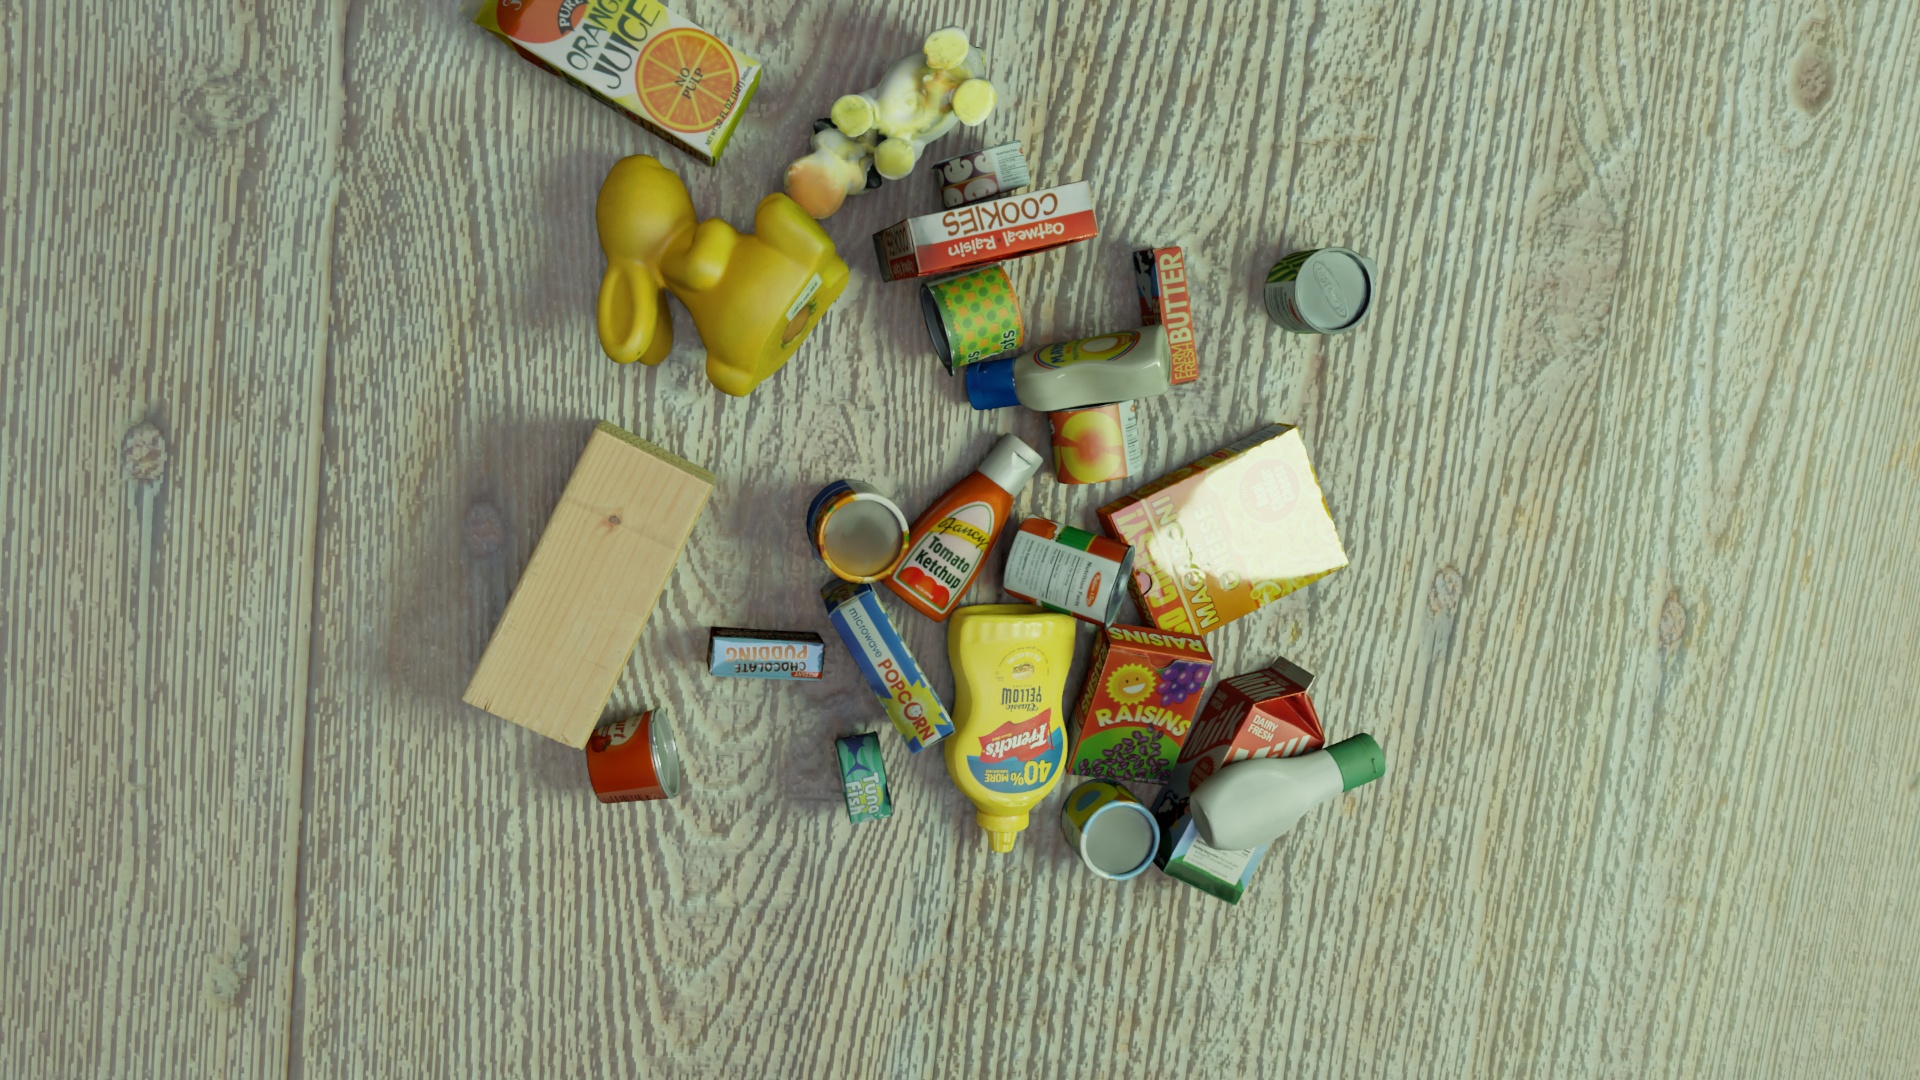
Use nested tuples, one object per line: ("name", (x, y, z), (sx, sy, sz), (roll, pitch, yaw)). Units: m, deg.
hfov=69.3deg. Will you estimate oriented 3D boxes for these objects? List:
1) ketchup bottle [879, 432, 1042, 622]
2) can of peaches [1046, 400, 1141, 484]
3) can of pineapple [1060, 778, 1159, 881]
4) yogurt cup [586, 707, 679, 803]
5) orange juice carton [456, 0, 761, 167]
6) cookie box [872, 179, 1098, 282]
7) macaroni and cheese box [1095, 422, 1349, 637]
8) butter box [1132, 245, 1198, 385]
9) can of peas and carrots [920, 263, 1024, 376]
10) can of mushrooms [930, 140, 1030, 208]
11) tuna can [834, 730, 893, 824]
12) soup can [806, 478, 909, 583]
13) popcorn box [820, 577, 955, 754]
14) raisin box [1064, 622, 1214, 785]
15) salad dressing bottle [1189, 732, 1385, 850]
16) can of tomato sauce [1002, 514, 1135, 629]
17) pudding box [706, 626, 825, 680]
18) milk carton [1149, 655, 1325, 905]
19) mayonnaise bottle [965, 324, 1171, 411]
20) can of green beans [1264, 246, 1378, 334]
("ketchup bottle", (0.004, -0.013, 1.052), (0.064, 0.043, 0.149), (38, 89, -16))
("can of peaches", (0.099, -0.076, 1.052), (0.071, 0.071, 0.058), (-11, 101, -10))
("can of pineapple", (0.120, 0.228, 1.101), (0.071, 0.058, 0.071), (-2, 98, -11))
("yogurt cup", (-0.240, 0.161, 1.017), (0.054, 0.072, 0.072), (-12, 100, -1))
("orange juice carton", (-0.237, -0.336, 0.943), (0.192, 0.073, 0.072), (28, 92, -13))
("cookie box", (0.012, -0.211, 0.962), (0.123, 0.167, 0.040), (-15, 102, -9))
("macaroni and cheese box", (0.207, -0.003, 1.096), (0.167, 0.040, 0.123), (-25, 102, -7))
("butter box", (0.156, -0.171, 1.056), (0.024, 0.053, 0.103), (-11, 100, -8))
("can of peas and carrots", (0.009, -0.163, 1.020), (0.059, 0.071, 0.071), (-19, 101, -9))
("can of mushrooms", (0.014, -0.265, 1.009), (0.071, 0.071, 0.033), (-18, 102, -8))
("tuna can", (-0.073, 0.180, 1.049), (0.033, 0.071, 0.071), (-11, 100, -9))
("soup can", (-0.077, -0.005, 1.016), (0.071, 0.084, 0.071), (-2, 99, -11))
("popcorn box", (-0.056, 0.088, 1.032), (0.038, 0.085, 0.126), (-31, 103, -4))
("raisin box", (0.135, 0.128, 1.078), (0.086, 0.040, 0.122), (9, 117, -11))
("salad dressing bottle", (0.250, 0.188, 1.055), (0.148, 0.044, 0.064), (-19, 102, -10))
("can of tomato sauce", (0.082, 0.023, 1.048), (0.083, 0.071, 0.071), (18, 95, 14))
("pudding box", (-0.145, 0.084, 1.032), (0.084, 0.050, 0.030), (4, 96, -12))
("milk carton", (0.223, 0.183, 1.110), (0.073, 0.072, 0.190), (28, 92, -15))
("mayonnaise bottle", (0.079, -0.123, 1.024), (0.148, 0.065, 0.041), (-7, 124, 16))
("can of green beans", (0.277, -0.193, 1.075), (0.071, 0.058, 0.071), (-2, 98, -11))
